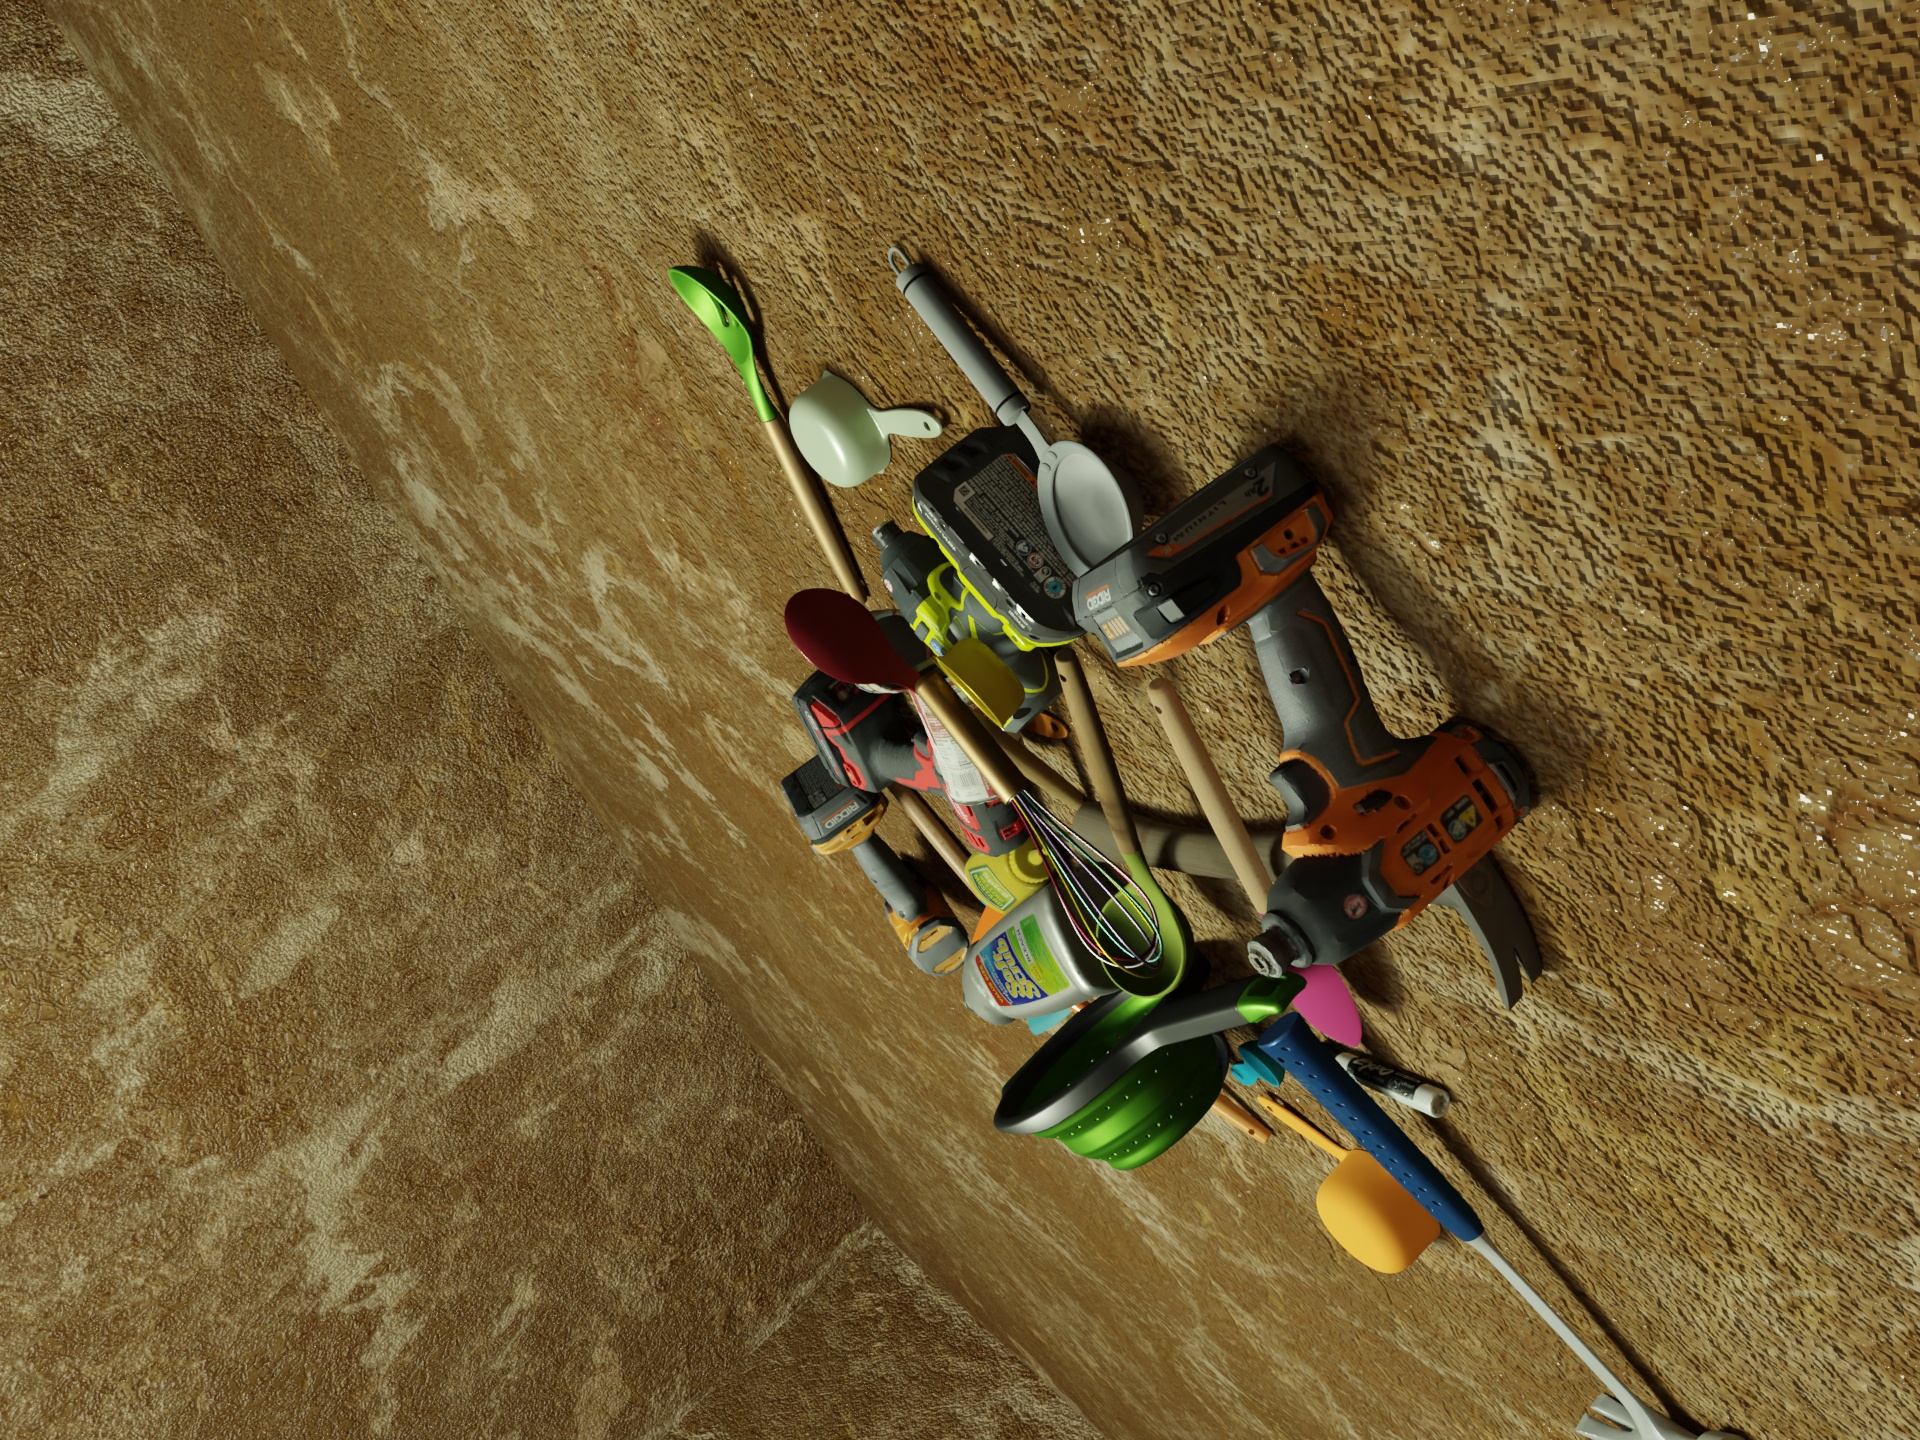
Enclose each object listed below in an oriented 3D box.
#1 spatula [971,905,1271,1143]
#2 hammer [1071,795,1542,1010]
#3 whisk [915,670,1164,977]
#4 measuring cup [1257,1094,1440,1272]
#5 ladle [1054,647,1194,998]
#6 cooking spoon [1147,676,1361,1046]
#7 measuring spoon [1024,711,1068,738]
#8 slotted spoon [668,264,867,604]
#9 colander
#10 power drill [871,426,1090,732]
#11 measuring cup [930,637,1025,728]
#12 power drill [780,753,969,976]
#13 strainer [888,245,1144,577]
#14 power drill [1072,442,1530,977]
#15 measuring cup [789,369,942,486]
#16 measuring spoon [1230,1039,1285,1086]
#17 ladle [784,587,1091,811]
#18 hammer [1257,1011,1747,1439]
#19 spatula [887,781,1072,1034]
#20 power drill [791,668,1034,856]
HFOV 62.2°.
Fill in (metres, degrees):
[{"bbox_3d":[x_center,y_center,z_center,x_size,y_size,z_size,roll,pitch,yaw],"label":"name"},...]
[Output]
[{"bbox_3d":[0.138,0.268,1.405,0.323,0.041,0.081,33,119,19],"label":"spatula"},{"bbox_3d":[0.190,0.094,1.021,0.146,0.038,0.411,55,160,-14],"label":"hammer"},{"bbox_3d":[0.049,0.065,1.021,0.245,0.047,0.051,51,159,12],"label":"whisk"},{"bbox_3d":[0.287,0.360,1.241,0.174,0.052,0.095,33,153,35],"label":"measuring cup"},{"bbox_3d":[0.097,0.074,1.034,0.078,0.062,0.319,28,153,38],"label":"ladle"},{"bbox_3d":[0.178,0.096,0.967,0.069,0.017,0.318,22,149,52],"label":"cooking spoon"},{"bbox_3d":[0.043,-0.007,1.198,0.117,0.011,0.021,21,134,48],"label":"measuring spoon"},{"bbox_3d":[-0.134,-0.209,1.203,0.070,0.031,0.313,28,152,47],"label":"slotted spoon"},{"bbox_3d":[0.156,0.247,1.130,0.094,0.204,0.397,49,154,1],"label":"colander"},{"bbox_3d":[0.014,-0.091,1.024,0.171,0.080,0.223,49,163,4],"label":"power drill"},{"bbox_3d":[0.006,-0.034,1.019,0.062,0.029,0.156,47,179,-14],"label":"measuring cup"},{"bbox_3d":[-0.084,0.131,1.571,0.226,0.084,0.185,56,177,-25],"label":"power drill"},{"bbox_3d":[0.037,-0.170,0.891,0.258,0.050,0.086,54,153,10],"label":"strainer"},{"bbox_3d":[0.154,0.002,0.760,0.226,0.164,0.084,55,160,-4],"label":"power drill"},{"bbox_3d":[-0.065,-0.191,1.066,0.168,0.038,0.083,18,142,59],"label":"measuring cup"},{"bbox_3d":[0.236,0.273,1.266,0.042,0.021,0.128,44,168,12],"label":"measuring spoon"},{"bbox_3d":[-0.002,-0.004,1.106,0.031,0.069,0.315,-24,138,32],"label":"ladle"},{"bbox_3d":[0.354,0.359,1.090,0.405,0.035,0.144,47,160,1],"label":"hammer"},{"bbox_3d":[0.002,0.149,1.498,0.317,0.044,0.082,50,136,7],"label":"spatula"},{"bbox_3d":[-0.038,0.020,1.323,0.220,0.078,0.143,24,147,46],"label":"power drill"}]
